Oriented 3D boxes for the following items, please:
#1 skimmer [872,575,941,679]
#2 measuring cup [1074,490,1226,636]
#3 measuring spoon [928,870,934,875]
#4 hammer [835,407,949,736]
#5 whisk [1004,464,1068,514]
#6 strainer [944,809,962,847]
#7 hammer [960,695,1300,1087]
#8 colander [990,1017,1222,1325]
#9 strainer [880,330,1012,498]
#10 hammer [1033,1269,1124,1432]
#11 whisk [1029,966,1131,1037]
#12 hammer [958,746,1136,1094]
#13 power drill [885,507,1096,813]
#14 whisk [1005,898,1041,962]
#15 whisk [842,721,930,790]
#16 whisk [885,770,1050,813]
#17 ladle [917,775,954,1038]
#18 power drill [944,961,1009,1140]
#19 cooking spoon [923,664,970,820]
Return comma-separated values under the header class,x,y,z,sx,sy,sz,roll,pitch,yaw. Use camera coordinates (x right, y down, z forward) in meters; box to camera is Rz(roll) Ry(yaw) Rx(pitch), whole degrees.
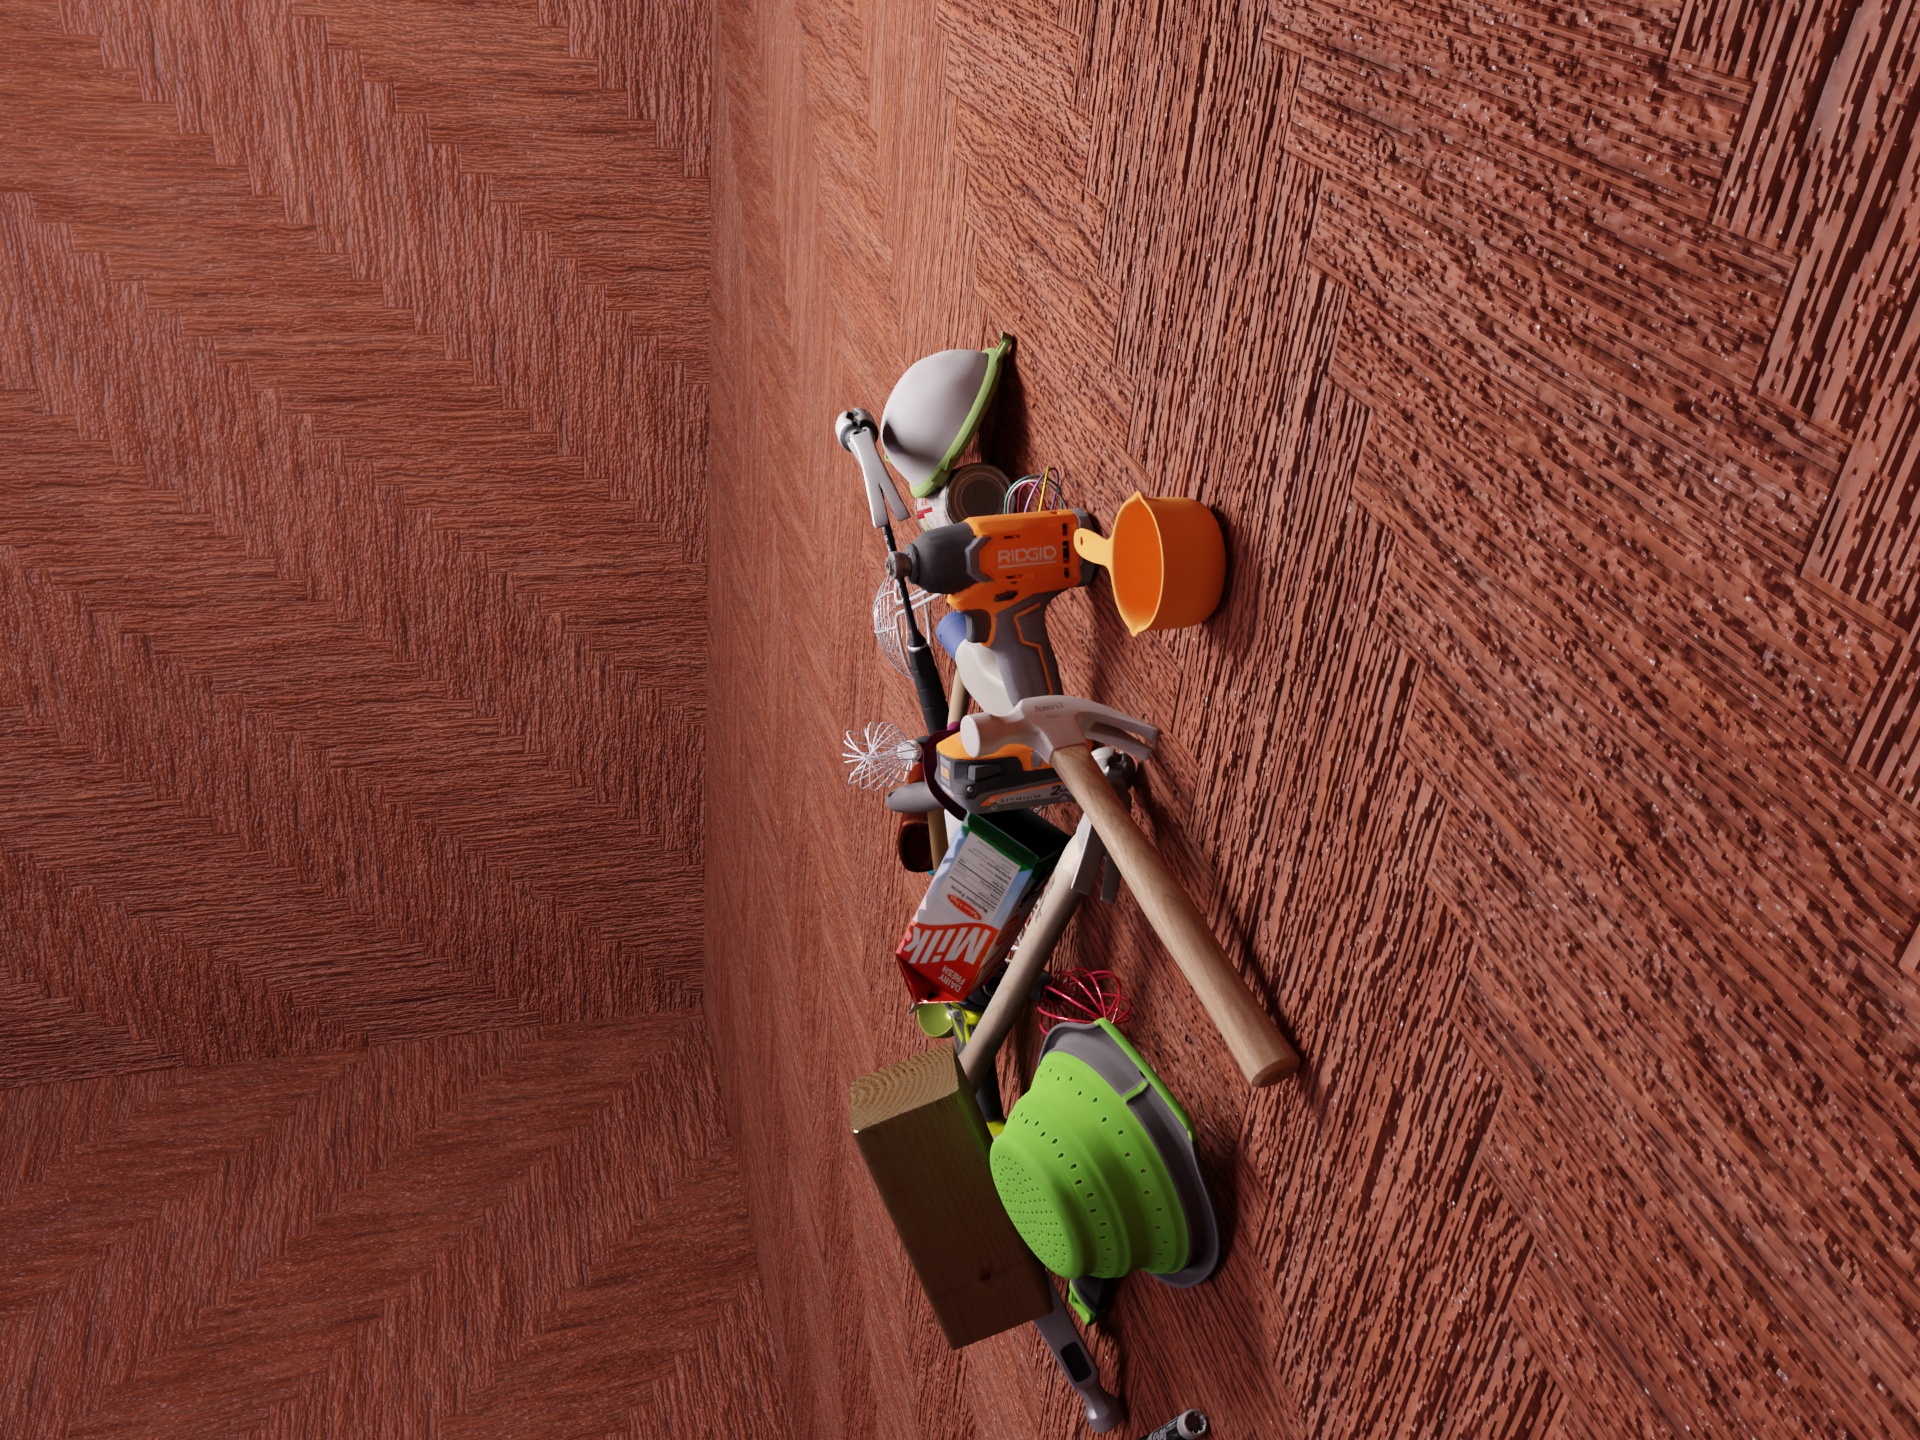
class,x,y,z,sx,sy,sz,roll,pitch,yaw
skimmer,0.004,-0.125,1.533,0.363,0.090,0.127,160,109,-63
measuring cup,0.127,-0.113,1.080,0.174,0.052,0.095,-137,46,-70
measuring spoon,-0.027,0.138,1.711,0.128,0.021,0.042,116,146,-56
hammer,-0.041,-0.081,1.476,0.149,0.036,0.408,-112,6,-50
whisk,0.053,-0.113,1.347,0.244,0.051,0.047,99,154,-46
strainer,0.015,0.057,1.524,0.087,0.050,0.258,49,139,40
hammer,0.126,0.101,1.061,0.332,0.130,0.031,58,149,37
colander,0.083,0.382,1.195,0.205,0.094,0.396,49,151,33
strainer,-0.046,-0.279,1.473,0.151,0.069,0.256,-66,18,-9
hammer,0.060,0.509,1.441,0.128,0.033,0.331,63,171,-9
whisk,0.081,0.229,1.317,0.296,0.073,0.073,170,96,-80
hammer,0.044,0.211,1.250,0.146,0.038,0.410,-75,6,-51
power drill,0.025,-0.047,1.243,0.084,0.164,0.226,-149,55,-68
whisk,0.022,0.112,1.446,0.057,0.059,0.247,61,-175,-58
whisk,-0.058,0.031,1.574,0.284,0.070,0.070,-5,-89,-79
whisk,0.005,0.065,1.416,0.239,0.055,0.055,-10,83,52
ladle,-0.025,0.184,1.568,0.078,0.062,0.319,-128,26,-53
power drill,0.022,0.315,1.460,0.190,0.080,0.228,158,105,-77
cooking spoon,-0.002,-0.005,1.416,0.017,0.068,0.319,-37,20,22
